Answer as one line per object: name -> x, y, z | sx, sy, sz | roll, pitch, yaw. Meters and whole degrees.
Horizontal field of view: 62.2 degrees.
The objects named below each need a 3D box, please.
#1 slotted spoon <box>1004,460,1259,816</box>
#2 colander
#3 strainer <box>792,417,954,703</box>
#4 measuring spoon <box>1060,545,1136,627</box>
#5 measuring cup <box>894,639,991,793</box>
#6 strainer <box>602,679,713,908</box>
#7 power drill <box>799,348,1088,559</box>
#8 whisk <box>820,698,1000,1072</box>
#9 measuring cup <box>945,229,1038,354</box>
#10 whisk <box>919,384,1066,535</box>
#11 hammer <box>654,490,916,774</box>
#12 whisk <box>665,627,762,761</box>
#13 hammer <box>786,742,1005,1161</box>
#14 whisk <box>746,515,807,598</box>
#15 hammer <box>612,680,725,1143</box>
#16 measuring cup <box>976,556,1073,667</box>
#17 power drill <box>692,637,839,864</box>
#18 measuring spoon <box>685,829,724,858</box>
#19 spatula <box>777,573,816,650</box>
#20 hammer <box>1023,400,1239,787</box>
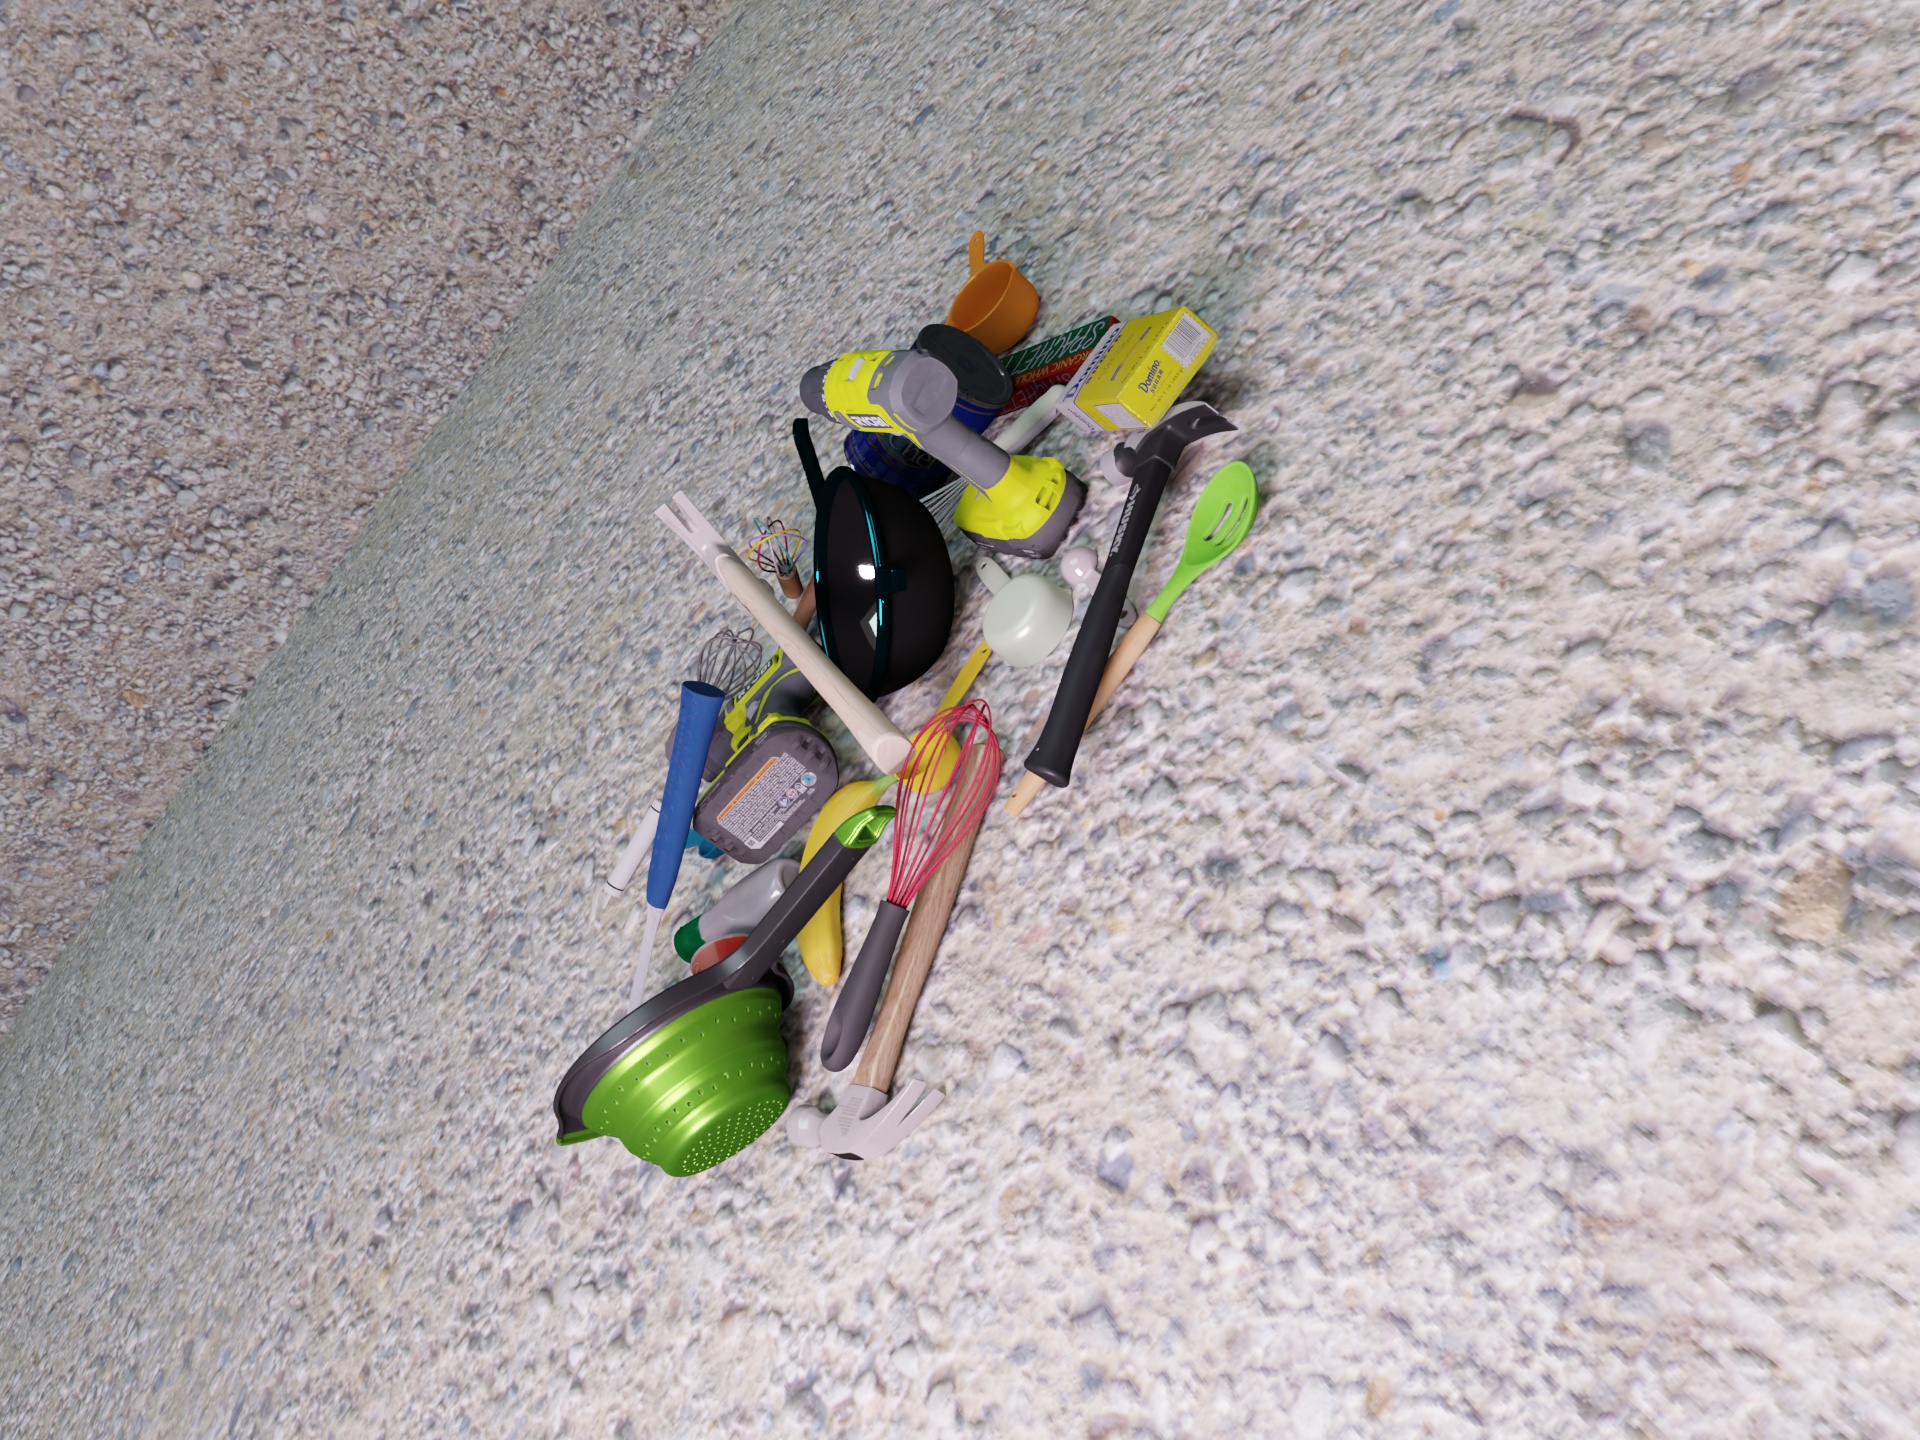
slotted spoon -> 0.128, -0.057, 1.194 | 0.314, 0.031, 0.070 | -54, 31, 6
colander -> -0.150, 0.223, 1.181 | 0.397, 0.204, 0.095 | -50, 64, 25
strainer -> -0.075, -0.162, 1.420 | 0.210, 0.095, 0.341 | 104, 154, -45
measuring spoon -> 0.109, -0.108, 1.267 | 0.034, 0.018, 0.124 | -48, 35, 11
measuring cup -> -0.002, -0.004, 1.321 | 0.062, 0.029, 0.157 | -4, 47, 50
strainer -> -0.293, 0.080, 1.591 | 0.258, 0.050, 0.087 | -59, 23, 6
power drill -> -0.021, -0.232, 1.342 | 0.191, 0.228, 0.080 | 18, 76, 55
whisk -> -0.041, 0.119, 1.176 | 0.073, 0.073, 0.296 | 11, 77, 54
measuring cup -> 0.034, -0.437, 1.609 | 0.095, 0.052, 0.174 | -35, 37, 28
whisk -> 0.009, -0.221, 1.469 | 0.246, 0.057, 0.059 | -41, 71, 16
hammer -> -0.147, -0.073, 1.351 | 0.038, 0.146, 0.411 | -42, 39, -2
whisk -> -0.234, -0.018, 1.461 | 0.239, 0.055, 0.055 | 131, 153, -53
hammer -> -0.029, 0.167, 1.195 | 0.130, 0.031, 0.331 | -6, 57, 49
whisk -> -0.173, -0.149, 1.523 | 0.047, 0.051, 0.245 | -56, -3, -7
hammer -> -0.256, 0.166, 1.342 | 0.144, 0.035, 0.405 | 35, 115, 54
measuring cup -> 0.036, -0.107, 1.337 | 0.083, 0.038, 0.168 | -49, 36, 10
power drill -> -0.181, 0.029, 1.439 | 0.171, 0.080, 0.223 | -46, 21, 13
measuring spoon -> -0.249, 0.117, 1.530 | 0.128, 0.021, 0.042 | -11, 54, 58
spatula -> -0.139, -0.118, 1.582 | 0.082, 0.044, 0.317 | 14, 78, 54
hammer -> 0.116, -0.098, 1.193 | 0.146, 0.035, 0.335 | -24, 40, 56
